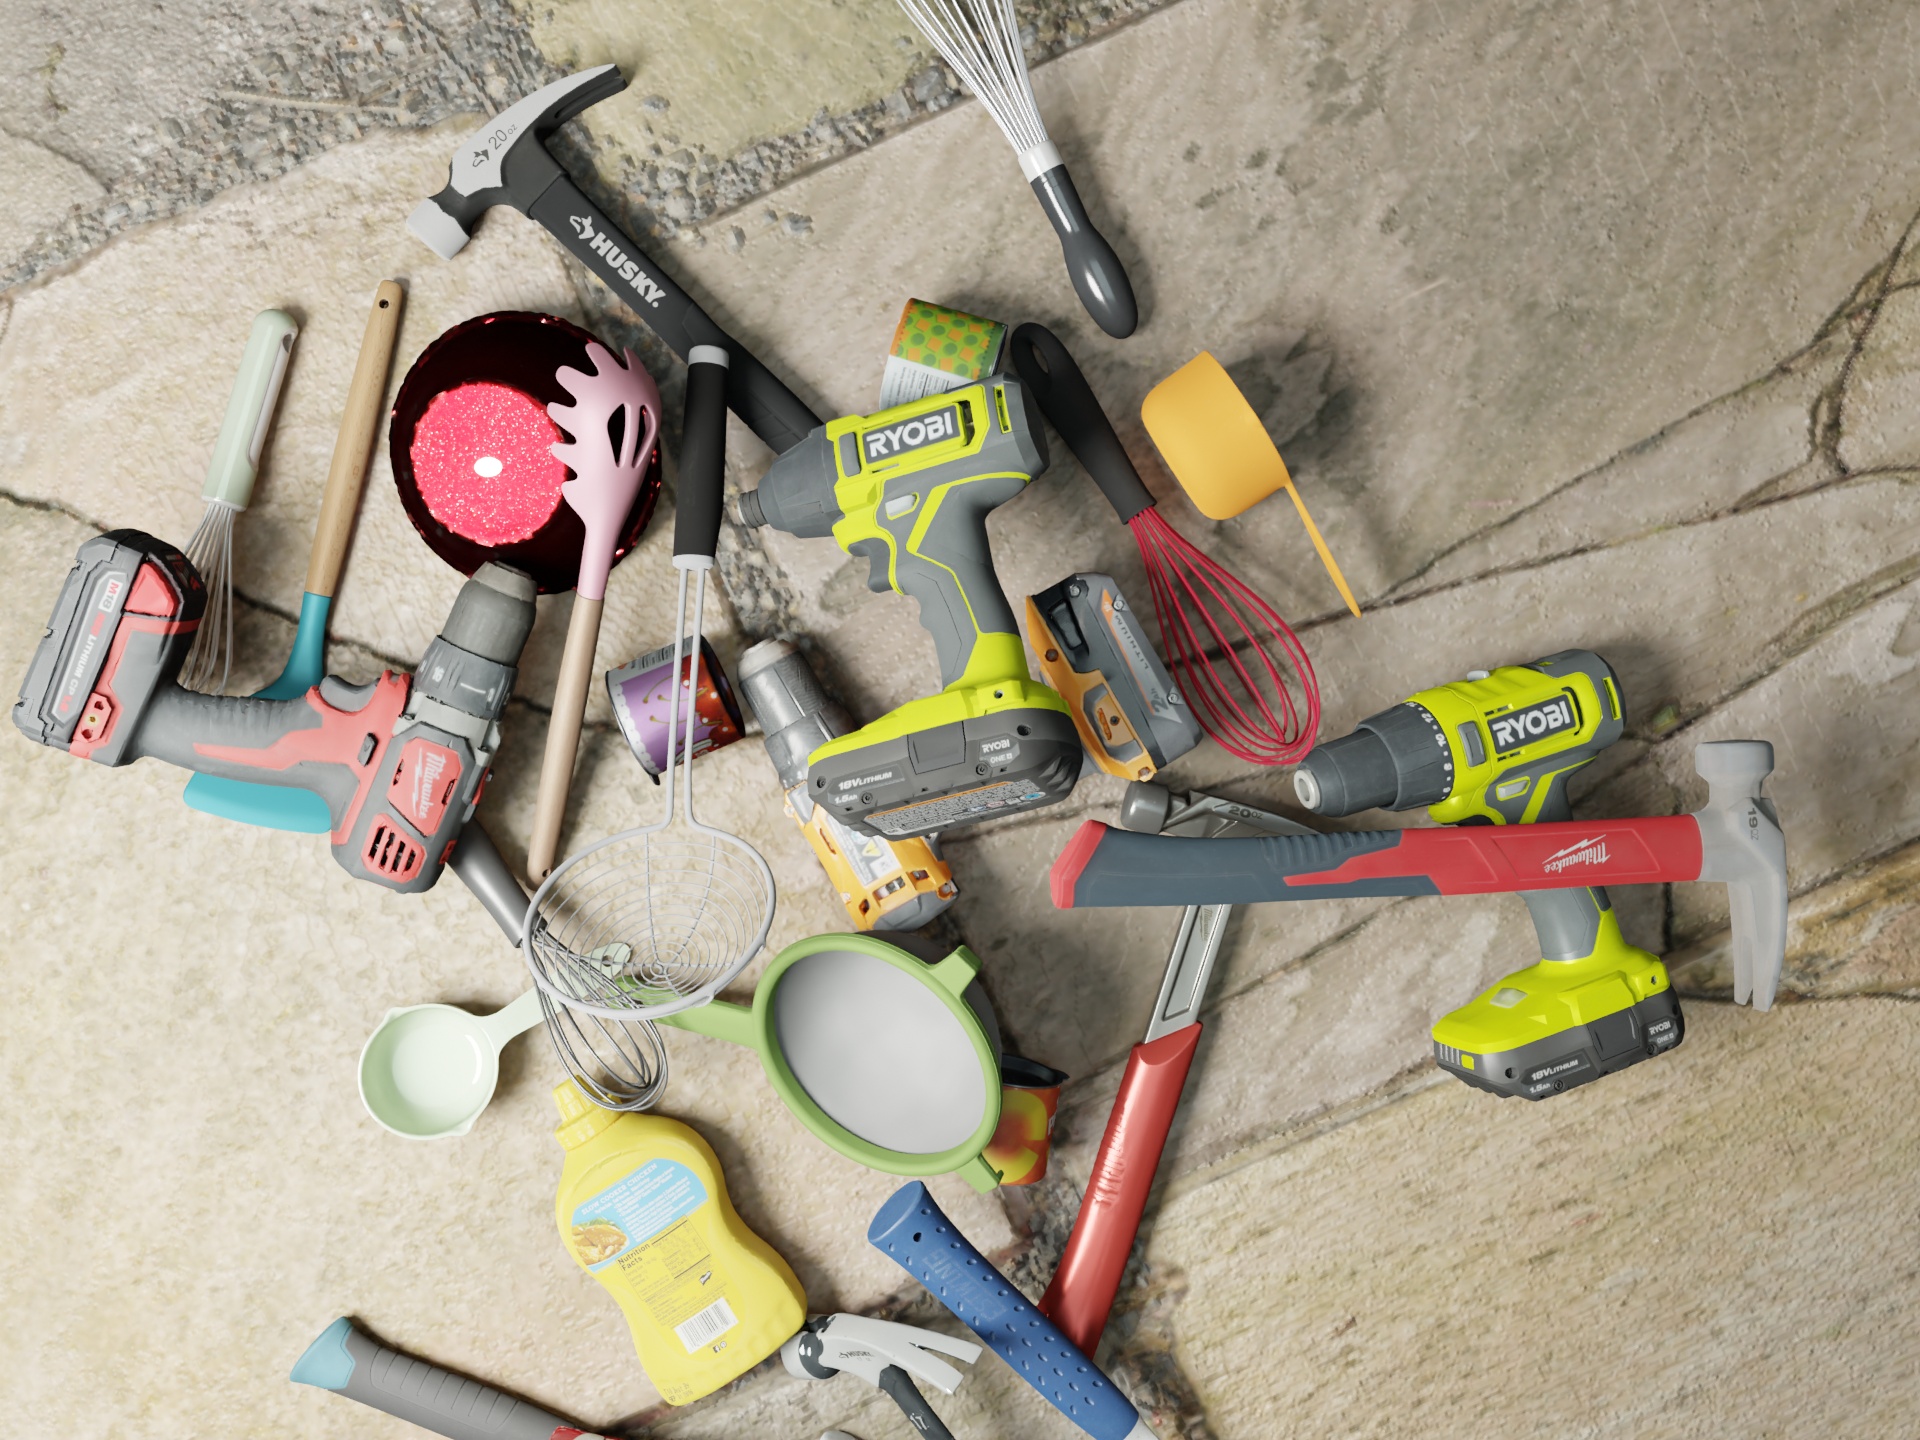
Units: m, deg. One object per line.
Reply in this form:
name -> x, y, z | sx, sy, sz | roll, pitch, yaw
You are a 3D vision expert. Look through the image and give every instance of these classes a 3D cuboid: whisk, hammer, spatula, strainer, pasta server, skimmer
whisk -> -0.420, -0.116, 0.903 | 0.059, 0.058, 0.246 | 15, 87, -3
whisk -> -0.246, 0.123, 0.905 | 0.055, 0.055, 0.239 | -39, 80, 1
hammer -> -0.231, 0.428, 0.935 | 0.331, 0.033, 0.128 | 22, 91, -1
hammer -> 0.119, 0.222, 0.930 | 0.149, 0.037, 0.359 | 17, 92, -1
spatula -> -0.361, -0.097, 0.906 | 0.082, 0.044, 0.317 | 13, 91, -8
hammer -> -0.145, -0.221, 0.908 | 0.335, 0.035, 0.146 | 44, 92, -2
hammer -> 0.095, 0.415, 0.906 | 0.144, 0.035, 0.405 | -44, 101, -1
hammer -> 0.059, 0.498, 0.912 | 0.409, 0.149, 0.036 | 54, 49, -8
strainer -> -0.081, 0.164, 0.894 | 0.256, 0.069, 0.151 | 7, 116, 27
whisk -> 0.030, -0.345, 0.899 | 0.070, 0.070, 0.284 | -27, 97, 0
whisk -> 0.114, -0.102, 0.907 | 0.073, 0.073, 0.296 | -33, 87, 1
hammer -> 0.241, 0.090, 0.834 | 0.386, 0.038, 0.143 | -3, 90, -4
pasta server -> -0.212, -0.047, 0.879 | 0.060, 0.040, 0.316 | -5, 119, -42
skimmer -> -0.150, -0.030, 0.823 | 0.127, 0.090, 0.363 | 1, 81, 8

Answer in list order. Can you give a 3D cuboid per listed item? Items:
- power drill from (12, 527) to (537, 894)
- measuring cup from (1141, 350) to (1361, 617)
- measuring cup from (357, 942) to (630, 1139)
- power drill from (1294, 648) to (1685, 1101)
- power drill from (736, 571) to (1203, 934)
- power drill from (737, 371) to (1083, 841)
power drill -> -0.352, -0.028, 0.850 | 0.226, 0.080, 0.188 | 23, 91, -15
measuring cup -> 0.162, -0.120, 0.893 | 0.052, 0.095, 0.173 | -31, 96, 9
measuring cup -> -0.268, 0.178, 0.928 | 0.167, 0.038, 0.083 | -31, 91, -16
power drill -> 0.299, 0.088, 0.895 | 0.190, 0.080, 0.228 | -17, 92, -13
power drill -> -0.001, -0.003, 0.900 | 0.226, 0.084, 0.185 | -31, 91, 5
power drill -> -0.027, -0.058, 0.833 | 0.171, 0.080, 0.223 | -15, 70, 15
